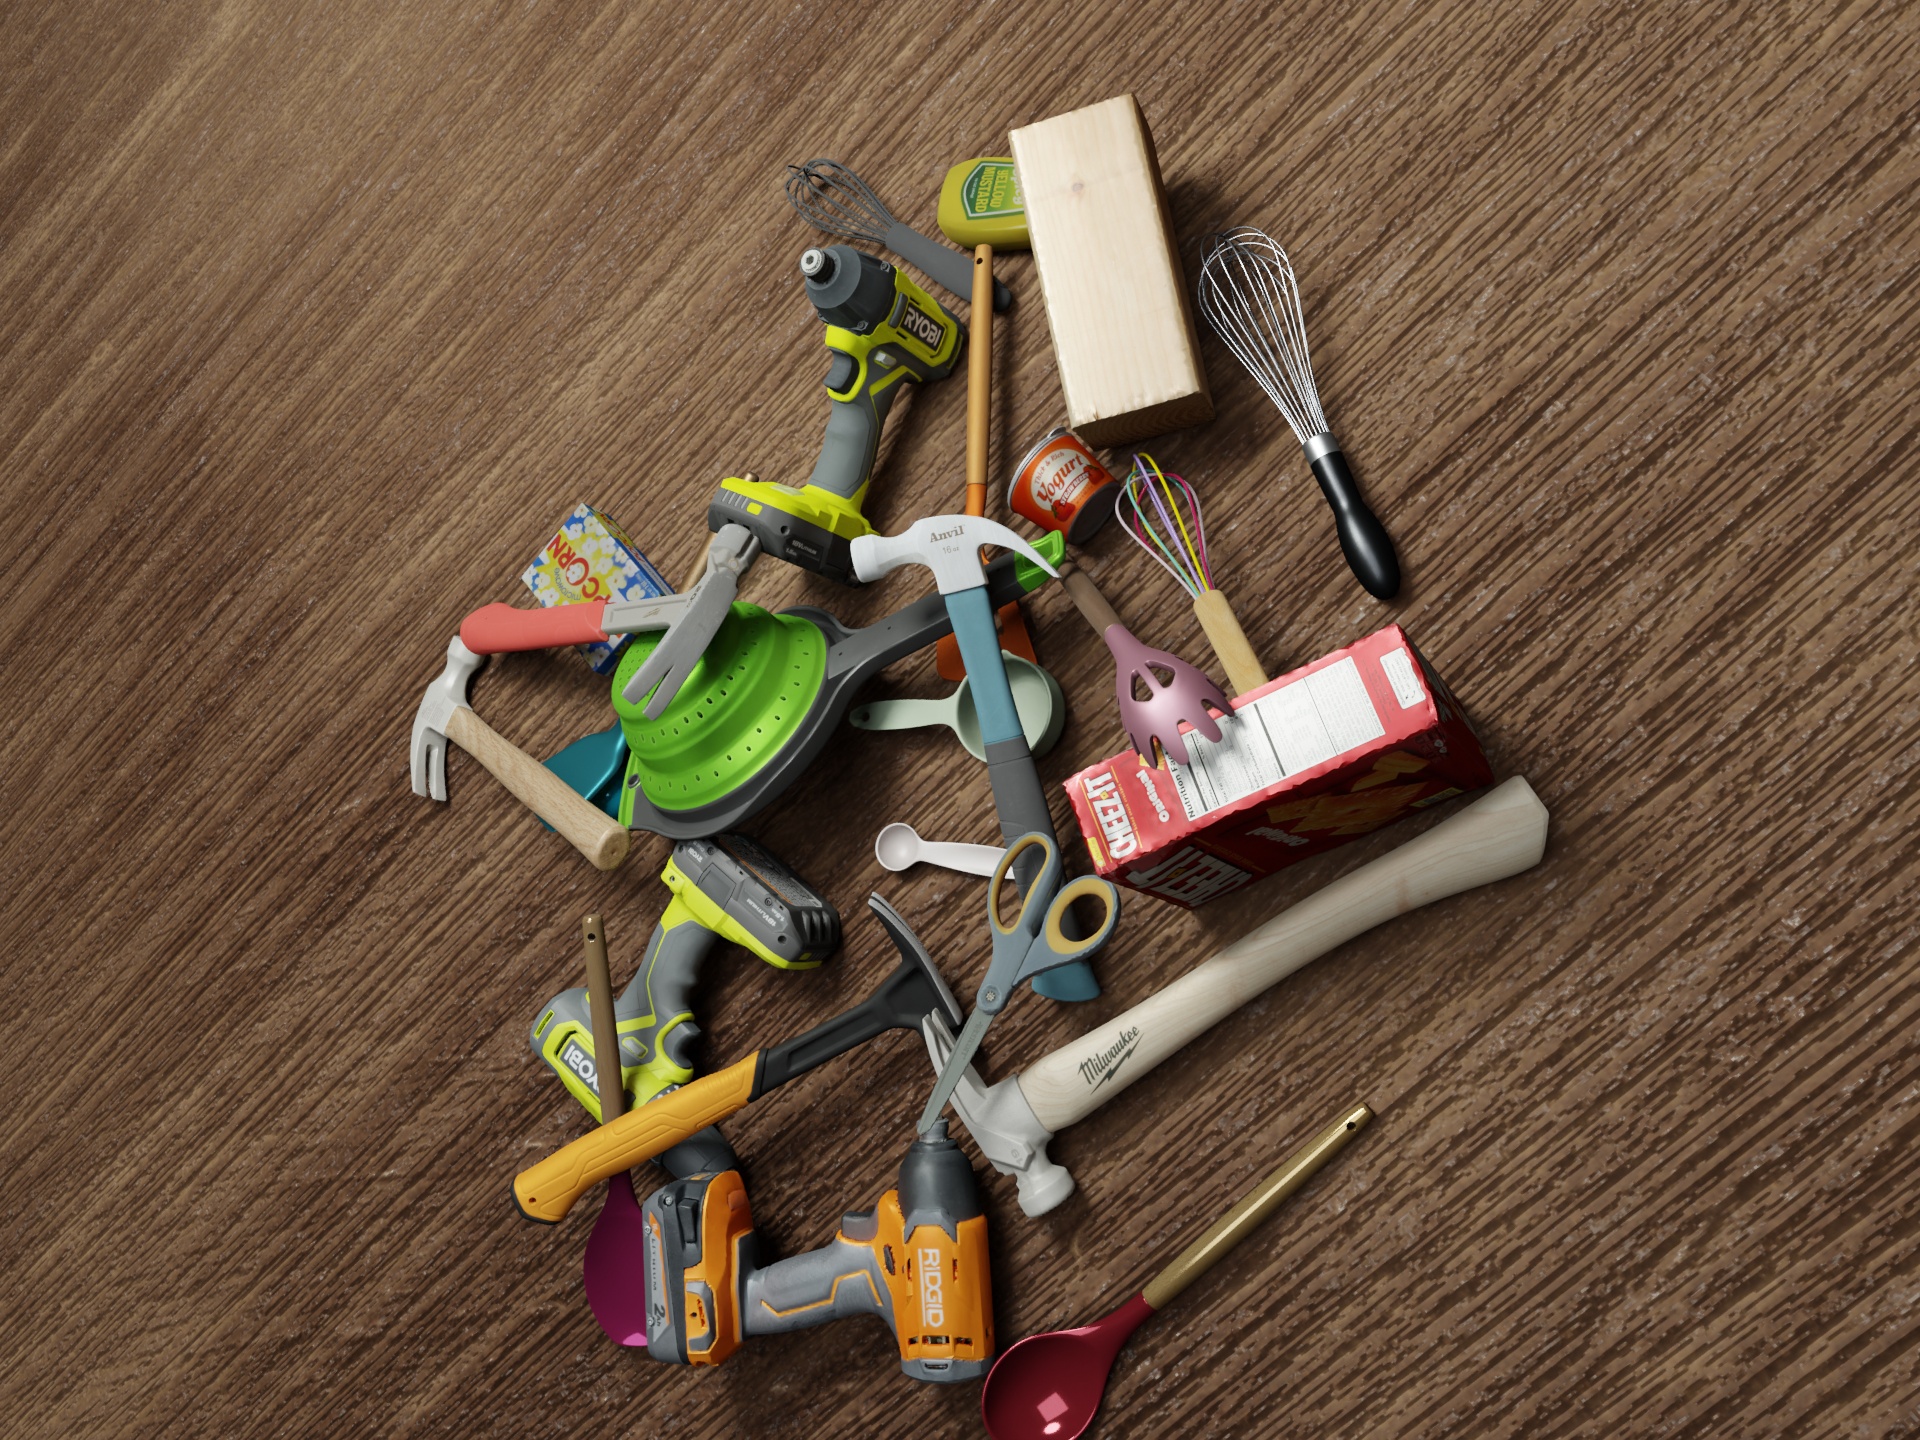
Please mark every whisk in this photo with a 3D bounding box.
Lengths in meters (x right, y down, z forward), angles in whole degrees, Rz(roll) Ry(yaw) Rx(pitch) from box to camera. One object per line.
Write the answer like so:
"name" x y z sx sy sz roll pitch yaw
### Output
"whisk" 0.154 -0.089 1.031 0.047 0.051 0.245 -53 39 33
"whisk" -0.050 -0.376 1.233 0.239 0.055 0.055 38 97 25
"whisk" 0.227 -0.206 1.050 0.070 0.070 0.285 -26 73 20

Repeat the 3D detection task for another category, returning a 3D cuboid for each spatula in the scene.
"spatula" 0.016 -0.190 1.154 0.081 0.041 0.323 -4 78 28
"spatula" -0.244 -0.057 1.239 0.082 0.044 0.317 42 106 46

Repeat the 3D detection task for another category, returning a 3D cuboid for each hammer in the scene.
"hammer" -0.352 0.041 1.256 0.332 0.031 0.130 28 94 45
"hammer" -0.288 -0.065 1.188 0.359 0.036 0.149 -1 53 49
"hammer" -0.163 0.247 1.088 0.337 0.034 0.127 -29 96 6
"hammer" 0.031 0.026 1.041 0.128 0.033 0.331 -14 94 8
"hammer" 0.170 0.149 0.988 0.410 0.038 0.146 -34 85 14

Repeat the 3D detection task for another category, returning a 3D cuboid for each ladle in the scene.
"ladle" 0.135 0.342 0.984 0.315 0.031 0.069 -44 85 9

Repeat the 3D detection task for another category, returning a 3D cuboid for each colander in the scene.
"colander" -0.114 -0.056 1.112 0.397 0.094 0.205 -26 39 23

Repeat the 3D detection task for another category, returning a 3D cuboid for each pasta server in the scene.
"pasta server" 0.094 -0.056 0.994 0.060 0.040 0.316 -35 24 5

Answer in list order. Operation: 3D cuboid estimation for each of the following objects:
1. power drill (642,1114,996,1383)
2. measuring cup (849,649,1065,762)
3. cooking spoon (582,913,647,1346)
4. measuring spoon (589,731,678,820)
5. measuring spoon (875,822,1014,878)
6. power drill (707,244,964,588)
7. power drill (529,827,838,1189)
"power drill" -0.091 0.345 1.050 0.226 0.084 0.164 -5 84 15
"measuring cup" -0.002 -0.004 1.129 0.167 0.038 0.083 -3 81 31
"cooking spoon" -0.243 0.292 1.124 0.069 0.017 0.319 -3 98 8
"measuring spoon" -0.256 0.027 1.259 0.128 0.021 0.042 -48 62 10
"measuring spoon" -0.001 0.096 1.120 0.124 0.018 0.034 7 82 21
"power drill" -0.092 -0.221 1.150 0.080 0.171 0.223 23 93 30
"power drill" -0.191 0.210 1.155 0.191 0.080 0.228 37 99 23
